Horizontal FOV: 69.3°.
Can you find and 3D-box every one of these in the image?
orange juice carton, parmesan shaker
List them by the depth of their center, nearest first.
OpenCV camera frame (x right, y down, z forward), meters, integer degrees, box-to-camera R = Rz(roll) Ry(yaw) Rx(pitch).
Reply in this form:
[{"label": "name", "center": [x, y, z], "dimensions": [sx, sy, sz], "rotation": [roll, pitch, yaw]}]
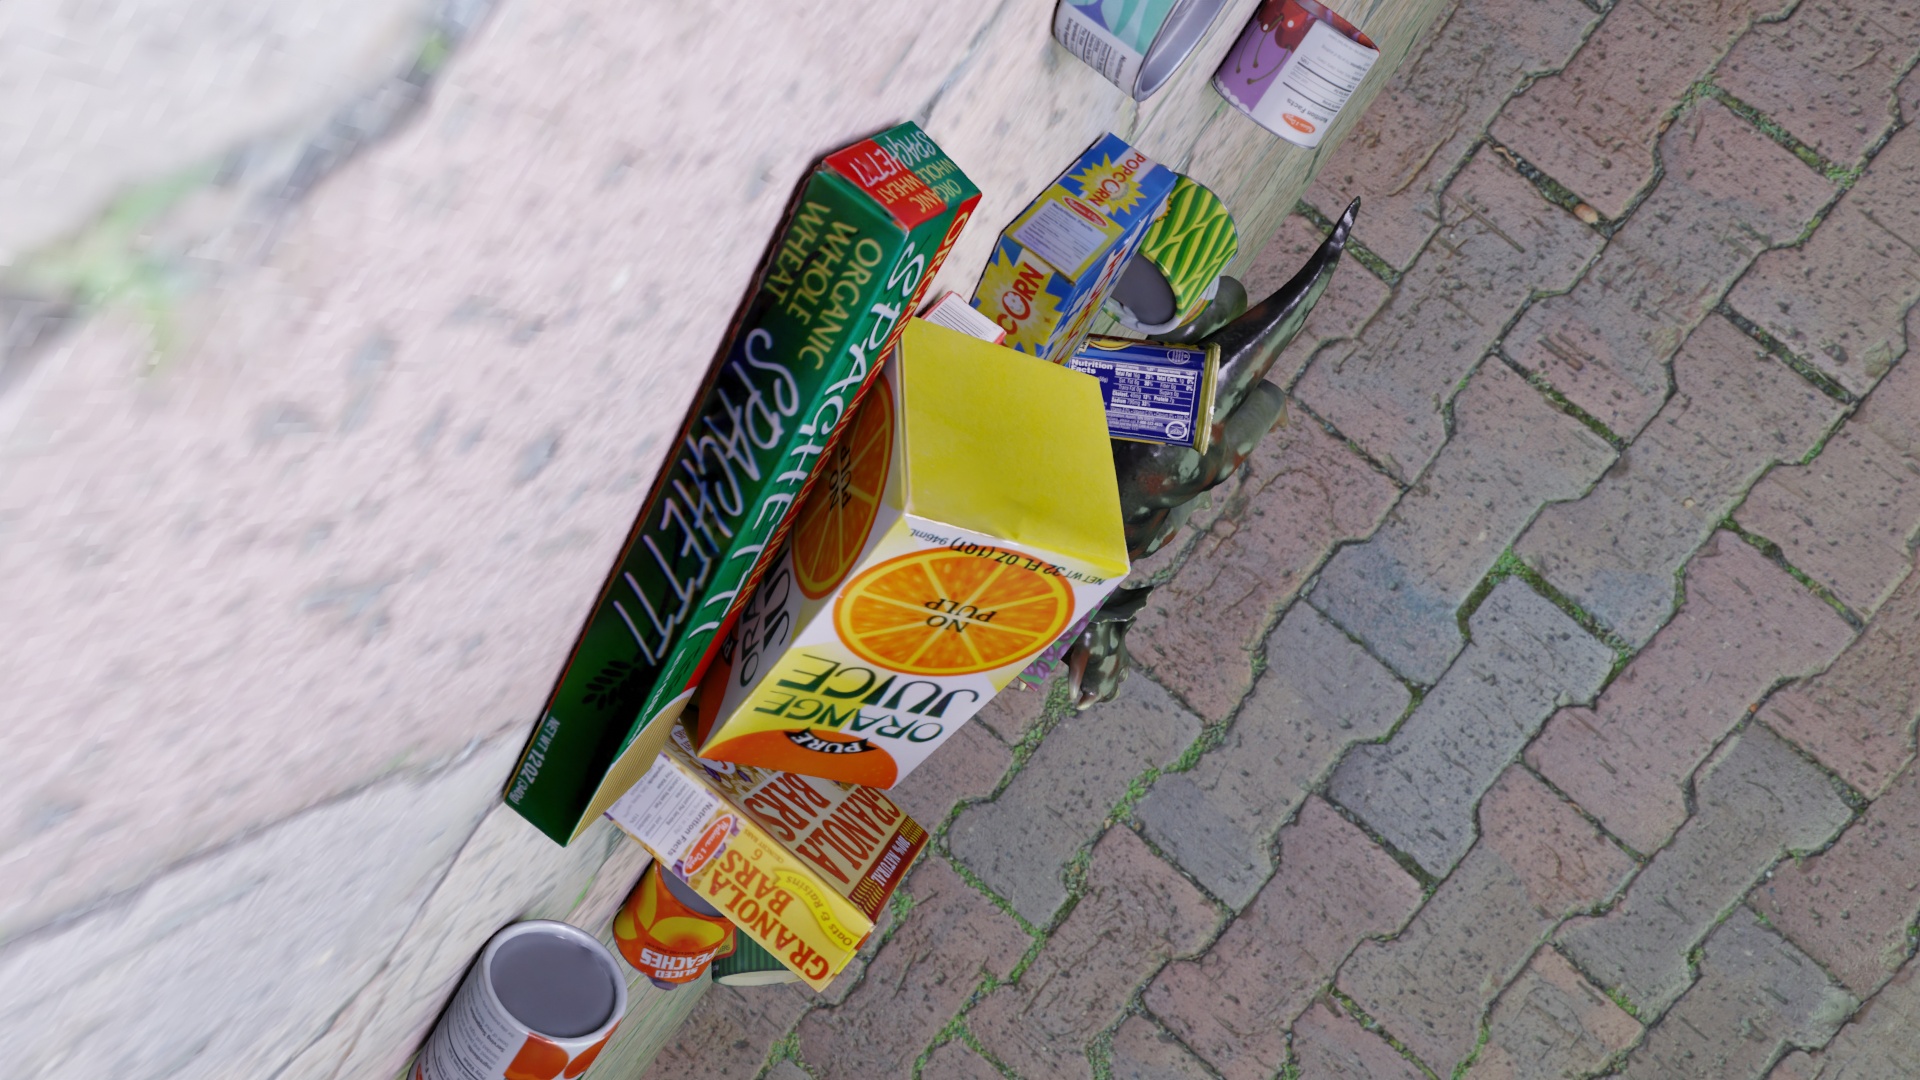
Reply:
[{"label": "orange juice carton", "center": [-0.031, 0.022, 0.449], "dimensions": [0.191, 0.072, 0.073], "rotation": [-47, -143, 44]}, {"label": "parmesan shaker", "center": [-0.133, 0.237, 0.922], "dimensions": [0.071, 0.071, 0.103], "rotation": [119, -30, -59]}]

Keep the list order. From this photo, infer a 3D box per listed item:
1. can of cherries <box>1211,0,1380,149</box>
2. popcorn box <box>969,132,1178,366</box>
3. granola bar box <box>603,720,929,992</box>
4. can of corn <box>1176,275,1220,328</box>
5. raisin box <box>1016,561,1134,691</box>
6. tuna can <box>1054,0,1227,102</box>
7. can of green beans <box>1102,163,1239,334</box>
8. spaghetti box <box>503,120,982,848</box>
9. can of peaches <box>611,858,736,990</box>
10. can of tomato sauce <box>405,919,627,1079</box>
[{"label": "can of cherries", "center": [0.173, -0.249, 0.724], "dimensions": [0.058, 0.071, 0.072], "rotation": [-57, 173, 32]}, {"label": "popcorn box", "center": [0.037, -0.106, 0.608], "dimensions": [0.085, 0.038, 0.126], "rotation": [-48, 174, -32]}, {"label": "granola bar box", "center": [-0.082, 0.123, 0.619], "dimensions": [0.039, 0.124, 0.165], "rotation": [-52, 175, 4]}, {"label": "can of corn", "center": [0.121, -0.160, 0.848], "dimensions": [0.071, 0.071, 0.058], "rotation": [-54, 174, 17]}, {"label": "raisin box", "center": [0.017, 0.009, 0.733], "dimensions": [0.086, 0.123, 0.040], "rotation": [-52, 174, -1]}, {"label": "tuna can", "center": [0.061, -0.169, 0.410], "dimensions": [0.071, 0.033, 0.071], "rotation": [-52, 175, -6]}, {"label": "can of green beans", "center": [0.105, -0.152, 0.740], "dimensions": [0.058, 0.071, 0.071], "rotation": [-50, 174, -24]}, {"label": "spaghetti box", "center": [-0.070, -0.003, 0.396], "dimensions": [0.248, 0.029, 0.050], "rotation": [-56, 175, 33]}, {"label": "can of peaches", "center": [-0.174, 0.234, 0.866], "dimensions": [0.058, 0.071, 0.071], "rotation": [-55, 174, 19]}, {"label": "can of tomato sauce", "center": [-0.190, 0.215, 0.600], "dimensions": [0.082, 0.071, 0.071], "rotation": [-55, 174, 22]}]
